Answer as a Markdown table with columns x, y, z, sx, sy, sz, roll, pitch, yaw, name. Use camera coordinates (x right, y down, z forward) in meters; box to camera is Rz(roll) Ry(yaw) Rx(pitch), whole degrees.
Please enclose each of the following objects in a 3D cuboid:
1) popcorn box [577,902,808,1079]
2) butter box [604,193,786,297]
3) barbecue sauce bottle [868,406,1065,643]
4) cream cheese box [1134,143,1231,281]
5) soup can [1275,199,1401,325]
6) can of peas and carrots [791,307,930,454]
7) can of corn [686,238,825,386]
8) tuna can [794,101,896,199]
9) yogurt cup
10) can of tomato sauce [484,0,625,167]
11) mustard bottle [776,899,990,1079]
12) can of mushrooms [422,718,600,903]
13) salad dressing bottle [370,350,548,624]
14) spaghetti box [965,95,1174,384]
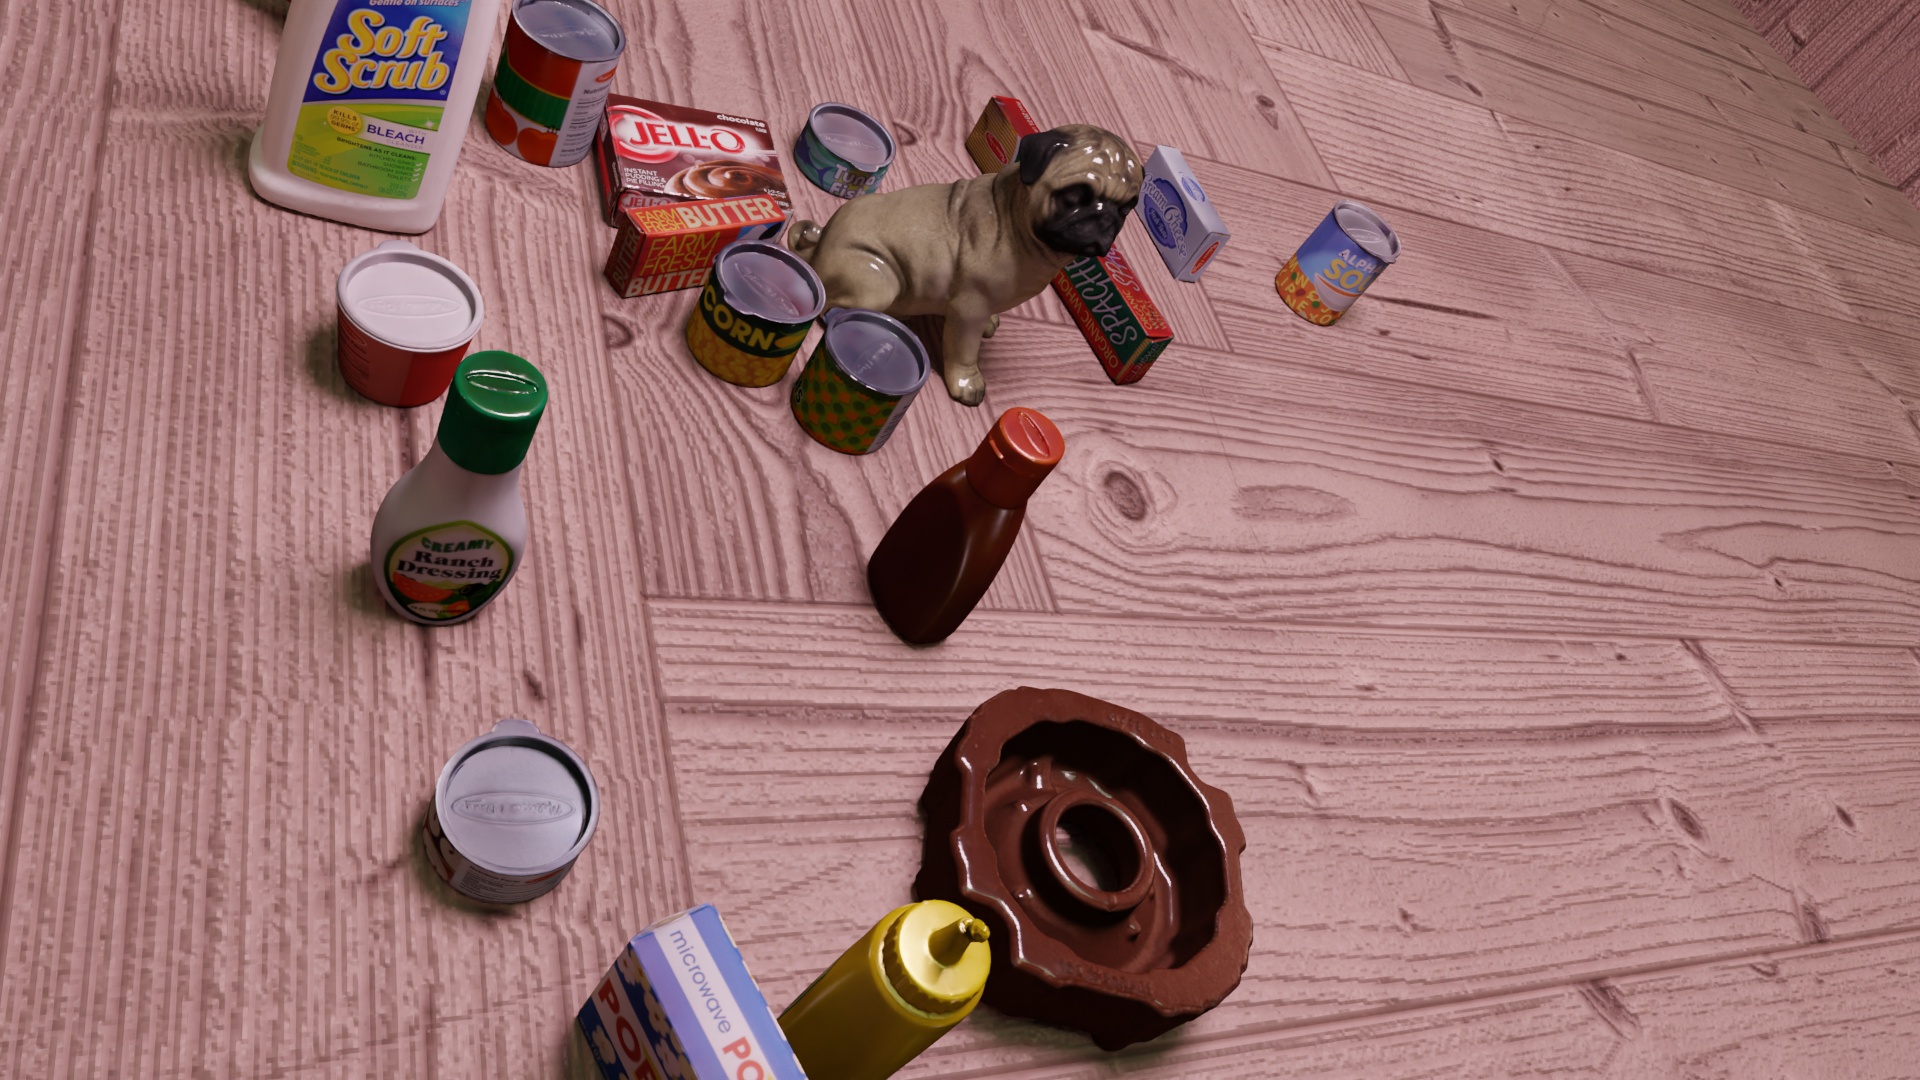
| x | y | z | sx | sy | sz | roll | pitch | yaw | name |
| --- | --- | --- | --- | --- | --- | --- | --- | --- | --- |
| -0.092 | 0.212 | 0.521 | 0.038 | 0.084 | 0.127 | -16 | 64 | -41 | popcorn box |
| -0.158 | -0.177 | 0.832 | 0.104 | 0.052 | 0.024 | -19 | 66 | -41 | butter box |
| 0.003 | -0.009 | 0.723 | 0.044 | 0.147 | 0.065 | -9 | 60 | -37 | barbecue sauce bottle |
| 0.173 | -0.263 | 1.116 | 0.024 | 0.053 | 0.104 | -1 | 55 | -34 | cream cheese box |
| 0.313 | -0.227 | 1.153 | 0.071 | 0.083 | 0.072 | 18 | 47 | -20 | soup can |
| -0.062 | -0.095 | 0.819 | 0.071 | 0.058 | 0.071 | 18 | 47 | -20 | can of peas and carrots |
| -0.122 | -0.131 | 0.812 | 0.071 | 0.058 | 0.071 | 18 | 47 | -20 | can of corn |
| -0.081 | -0.272 | 0.976 | 0.071 | 0.032 | 0.071 | 18 | 47 | -19 | tuna can |
| -0.278 | -0.104 | 0.693 | 0.072 | 0.053 | 0.073 | 18 | 47 | -20 | yogurt cup |
| -0.248 | -0.280 | 0.840 | 0.071 | 0.082 | 0.071 | 18 | 47 | -20 | can of tomato sauce |
| -0.026 | 0.176 | 0.539 | 0.065 | 0.159 | 0.049 | -27 | 72 | -44 | mustard bottle |
| -0.188 | 0.113 | 0.581 | 0.071 | 0.033 | 0.071 | 18 | 47 | -19 | can of mushrooms |
| -0.213 | -0.020 | 0.596 | 0.064 | 0.147 | 0.044 | 7 | 51 | -28 | salad dressing bottle |
| 0.077 | -0.224 | 1.024 | 0.029 | 0.050 | 0.251 | -8 | 59 | -37 | spaghetti box |
